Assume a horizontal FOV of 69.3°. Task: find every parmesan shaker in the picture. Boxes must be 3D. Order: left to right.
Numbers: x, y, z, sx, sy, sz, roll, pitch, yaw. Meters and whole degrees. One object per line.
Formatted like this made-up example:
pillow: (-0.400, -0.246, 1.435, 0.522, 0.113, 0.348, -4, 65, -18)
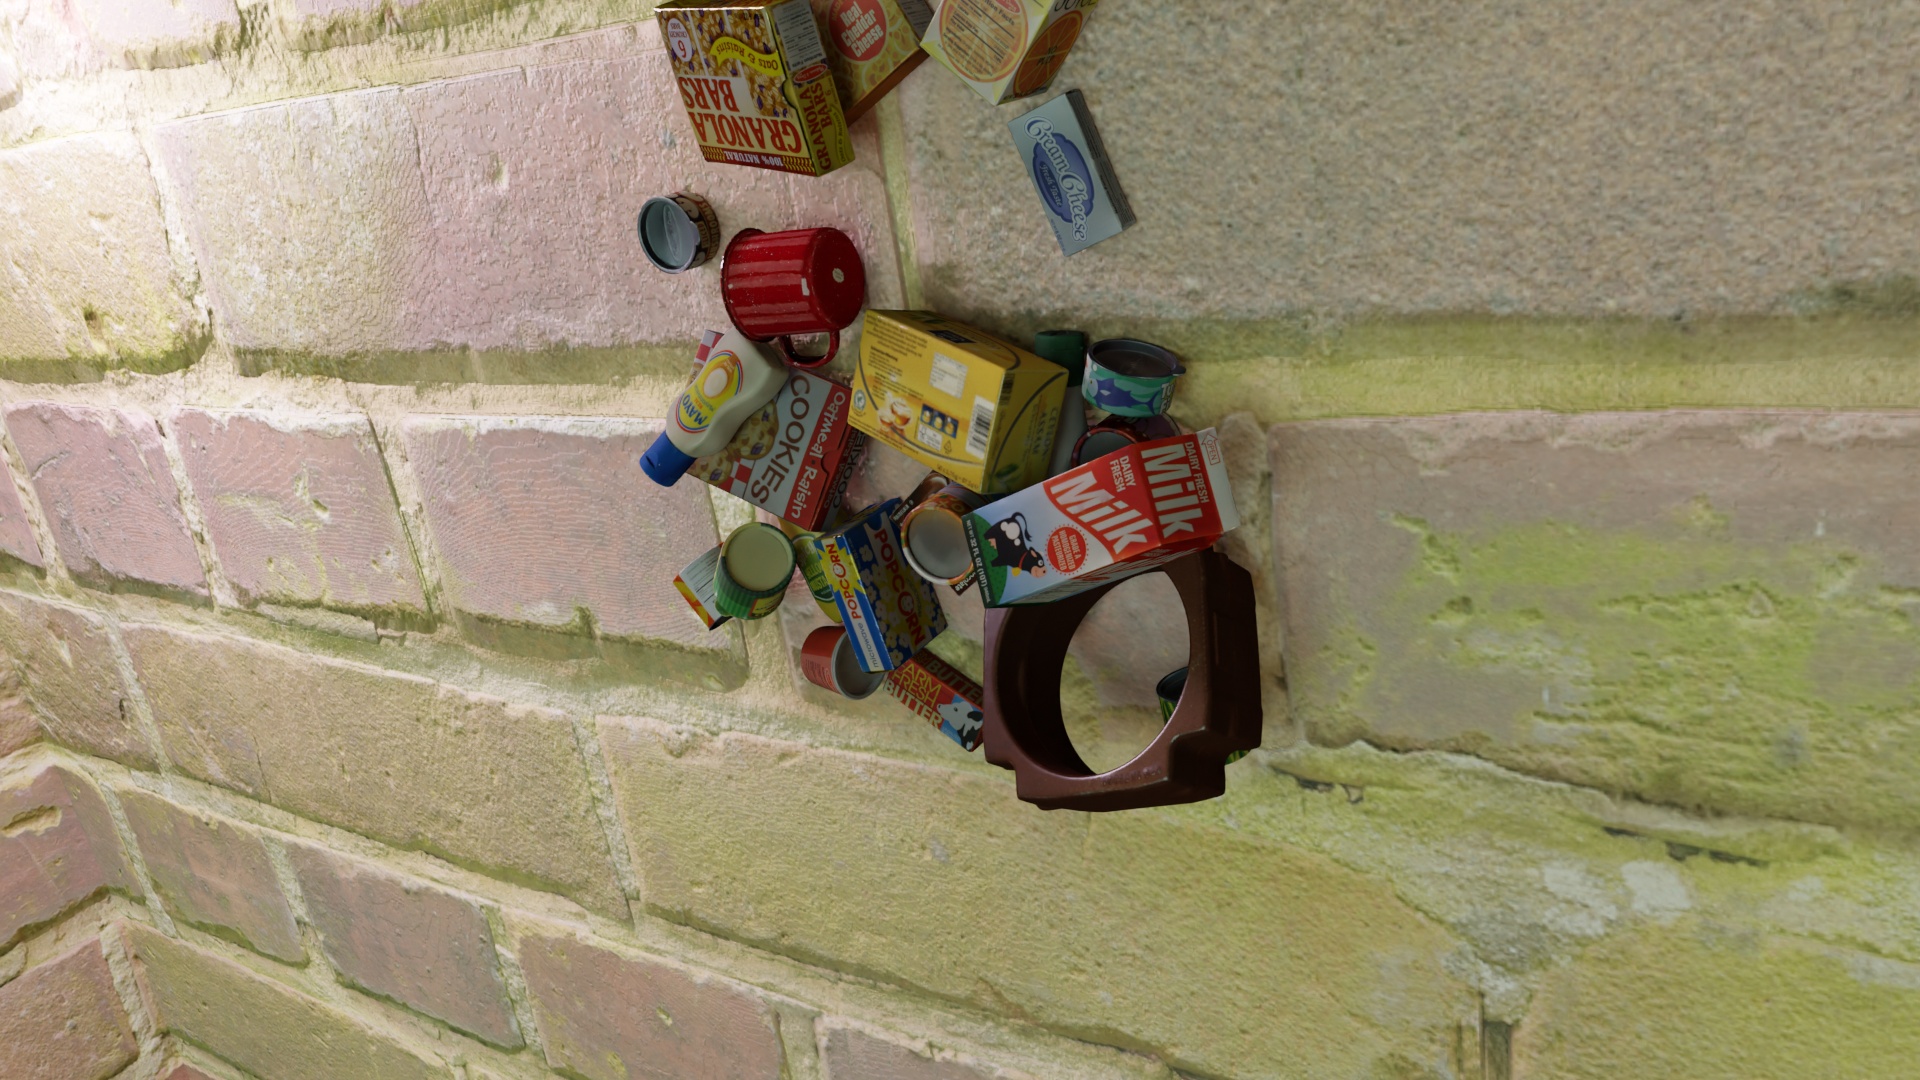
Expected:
parmesan shaker: (-0.184, 0.030, 1.224, 0.071, 0.071, 0.102, 51, 161, 3)

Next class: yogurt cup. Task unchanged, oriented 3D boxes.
yogurt cup: (-0.107, 0.107, 1.255, 0.054, 0.073, 0.072, 5, 115, 42)

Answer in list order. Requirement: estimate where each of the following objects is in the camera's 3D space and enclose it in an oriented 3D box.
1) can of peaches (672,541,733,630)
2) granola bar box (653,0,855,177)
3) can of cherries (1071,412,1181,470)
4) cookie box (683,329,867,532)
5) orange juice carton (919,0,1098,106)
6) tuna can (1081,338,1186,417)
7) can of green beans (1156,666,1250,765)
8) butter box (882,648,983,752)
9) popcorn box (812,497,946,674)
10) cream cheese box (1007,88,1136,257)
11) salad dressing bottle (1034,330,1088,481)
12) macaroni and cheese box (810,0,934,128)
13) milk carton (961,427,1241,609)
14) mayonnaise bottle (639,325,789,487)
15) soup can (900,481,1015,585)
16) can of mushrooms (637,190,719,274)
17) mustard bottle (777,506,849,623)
can of peaches: (-0.227, 0.043, 1.304, 0.058, 0.071, 0.071, 51, 130, 3)
granola bar box: (-0.157, -0.343, 1.040, 0.166, 0.039, 0.123, 23, 138, 47)
can of cherries: (0.121, -0.064, 1.019, 0.071, 0.059, 0.071, 15, 120, 28)
cookie box: (-0.164, -0.094, 1.182, 0.167, 0.040, 0.122, 25, 99, 23)
orange juice carton: (0.058, -0.385, 0.899, 0.073, 0.072, 0.191, 43, 129, 10)
tuna can: (0.123, -0.115, 0.988, 0.071, 0.071, 0.032, 23, 124, 24)
can of green beans: (0.188, 0.134, 1.062, 0.071, 0.071, 0.057, -2, 111, 35)
butter box: (-0.018, 0.137, 1.233, 0.103, 0.024, 0.052, 34, 128, 17)
popcorn box: (-0.066, 0.039, 1.178, 0.038, 0.085, 0.126, -9, 107, 38)
cream cheese box: (0.078, -0.258, 0.977, 0.053, 0.024, 0.103, -18, 101, 37)
salad dressing bottle: (0.074, -0.083, 1.044, 0.044, 0.064, 0.147, 6, 107, 21)
macaroni and cheese box: (-0.101, -0.402, 1.020, 0.123, 0.040, 0.166, -28, 95, 40)
milk carton: (0.101, -0.013, 0.955, 0.190, 0.073, 0.072, -21, 76, 35)
mayonnaise bottle: (-0.209, -0.107, 1.157, 0.147, 0.041, 0.065, -46, 66, 17)
soup can: (0.004, -0.013, 1.057, 0.071, 0.084, 0.071, 12, 116, 25)
can of mushrooms: (-0.239, -0.263, 1.186, 0.071, 0.033, 0.070, 15, 119, 29)
mustard bottle: (-0.125, -0.006, 1.221, 0.065, 0.049, 0.160, -28, 93, 45)
